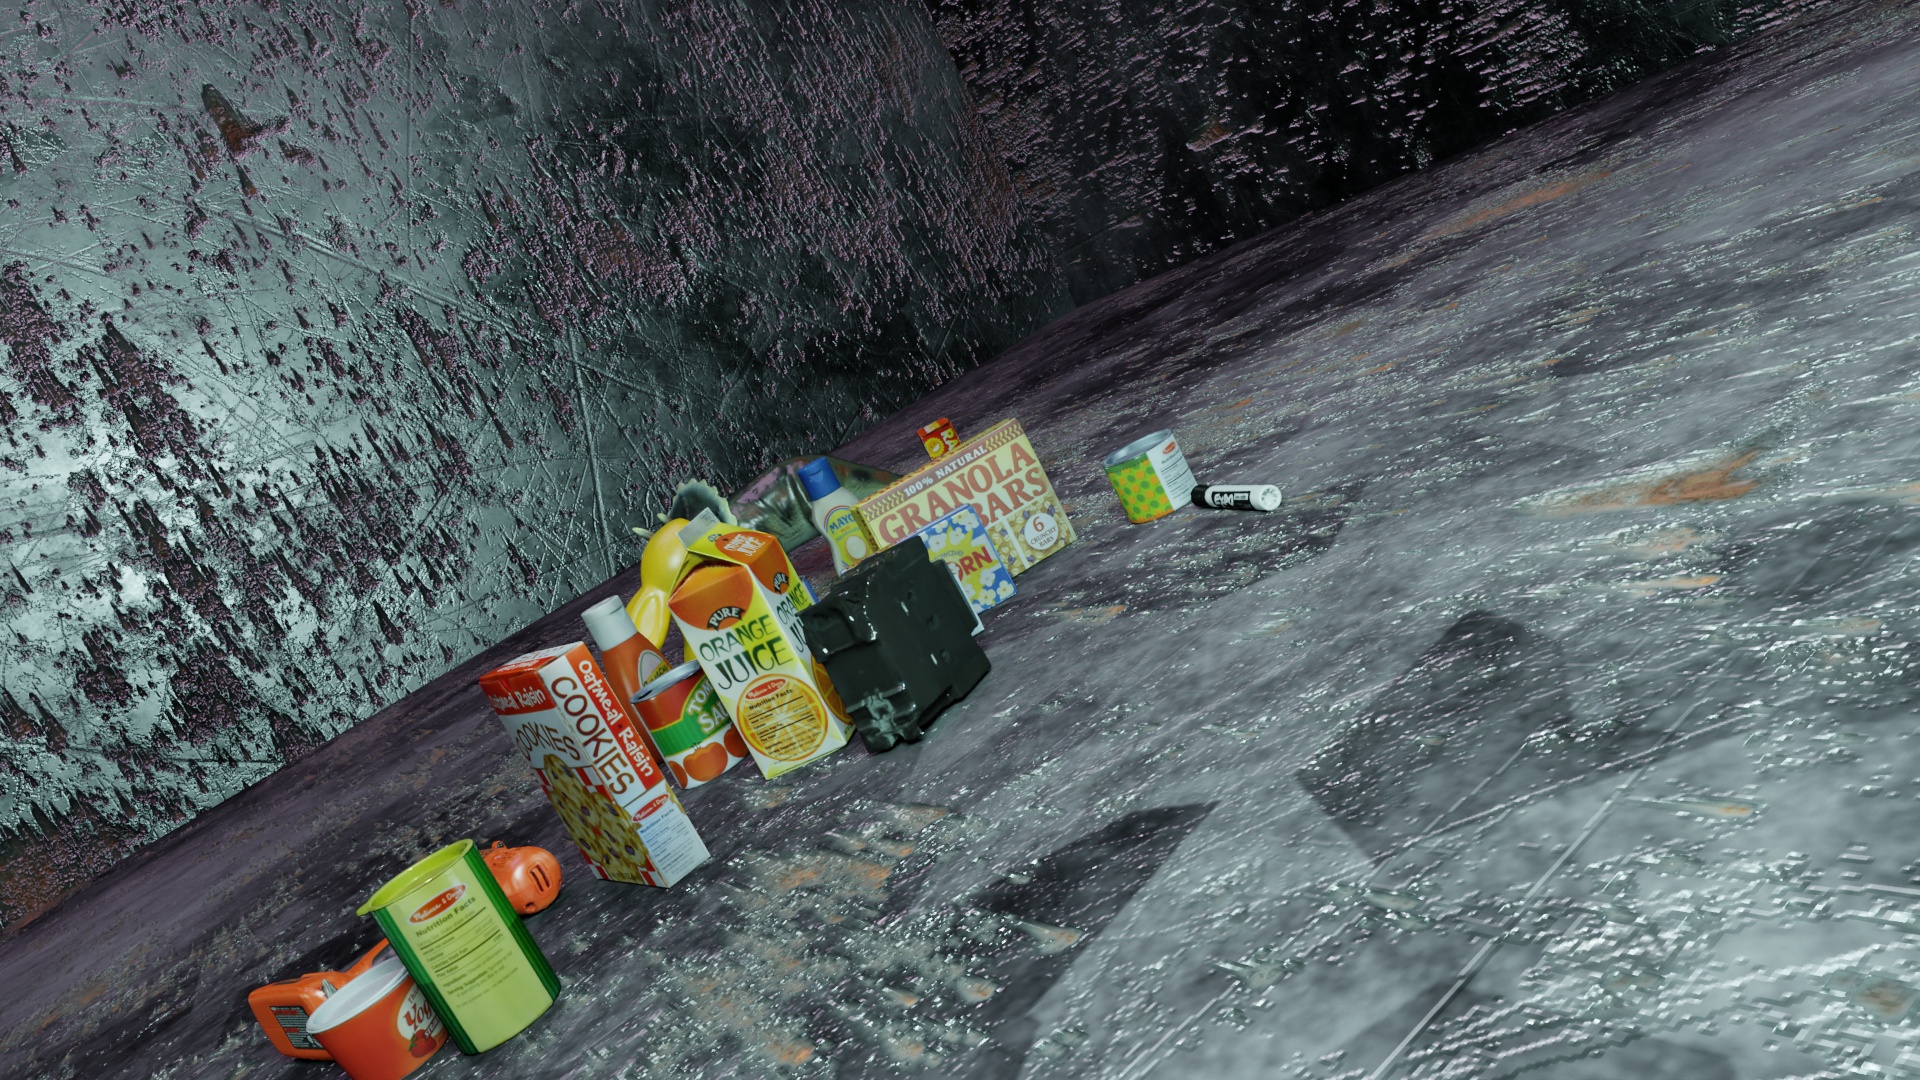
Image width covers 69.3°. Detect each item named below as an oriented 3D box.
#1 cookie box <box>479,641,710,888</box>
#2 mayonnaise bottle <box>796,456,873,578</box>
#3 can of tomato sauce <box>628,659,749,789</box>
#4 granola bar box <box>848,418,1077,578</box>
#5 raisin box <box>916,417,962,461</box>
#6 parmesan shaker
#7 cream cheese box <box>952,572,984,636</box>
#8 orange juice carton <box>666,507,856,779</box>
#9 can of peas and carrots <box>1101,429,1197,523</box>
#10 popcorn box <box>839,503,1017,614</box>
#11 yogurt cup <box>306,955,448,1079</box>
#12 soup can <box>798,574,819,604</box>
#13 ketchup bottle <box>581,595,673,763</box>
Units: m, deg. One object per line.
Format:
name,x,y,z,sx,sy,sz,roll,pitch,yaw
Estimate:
cookie box,-0.250,0.152,0.935,0.040,0.167,0.122,-35,12,-35
mayonnaise bottle,-0.130,-0.019,1.532,0.065,0.148,0.041,-29,10,-4
can of tomato sauce,-0.214,0.146,1.111,0.071,0.083,0.071,-27,10,5
granola bar box,0.004,-0.015,1.226,0.166,0.124,0.039,-31,10,-15
raisin box,-0.002,-0.071,1.525,0.040,0.123,0.086,-28,10,0
parmesan shaker,-0.288,0.236,0.801,0.071,0.103,0.071,-27,10,5
cream cheese box,-0.037,0.073,1.096,0.104,0.053,0.024,-31,10,-19
orange juice carton,-0.149,0.068,1.016,0.073,0.192,0.072,-25,10,16
can of peas and carrots,0.162,-0.054,1.192,0.071,0.058,0.071,-27,10,5
popcorn box,-0.027,0.035,1.171,0.127,0.085,0.038,-29,10,-5
yogurt cup,-0.343,0.288,0.825,0.072,0.054,0.072,-27,10,5
soup can,-0.150,0.083,1.256,0.071,0.083,0.071,-27,10,5
ketchup bottle,-0.285,0.121,1.234,0.043,0.148,0.065,-21,12,35
